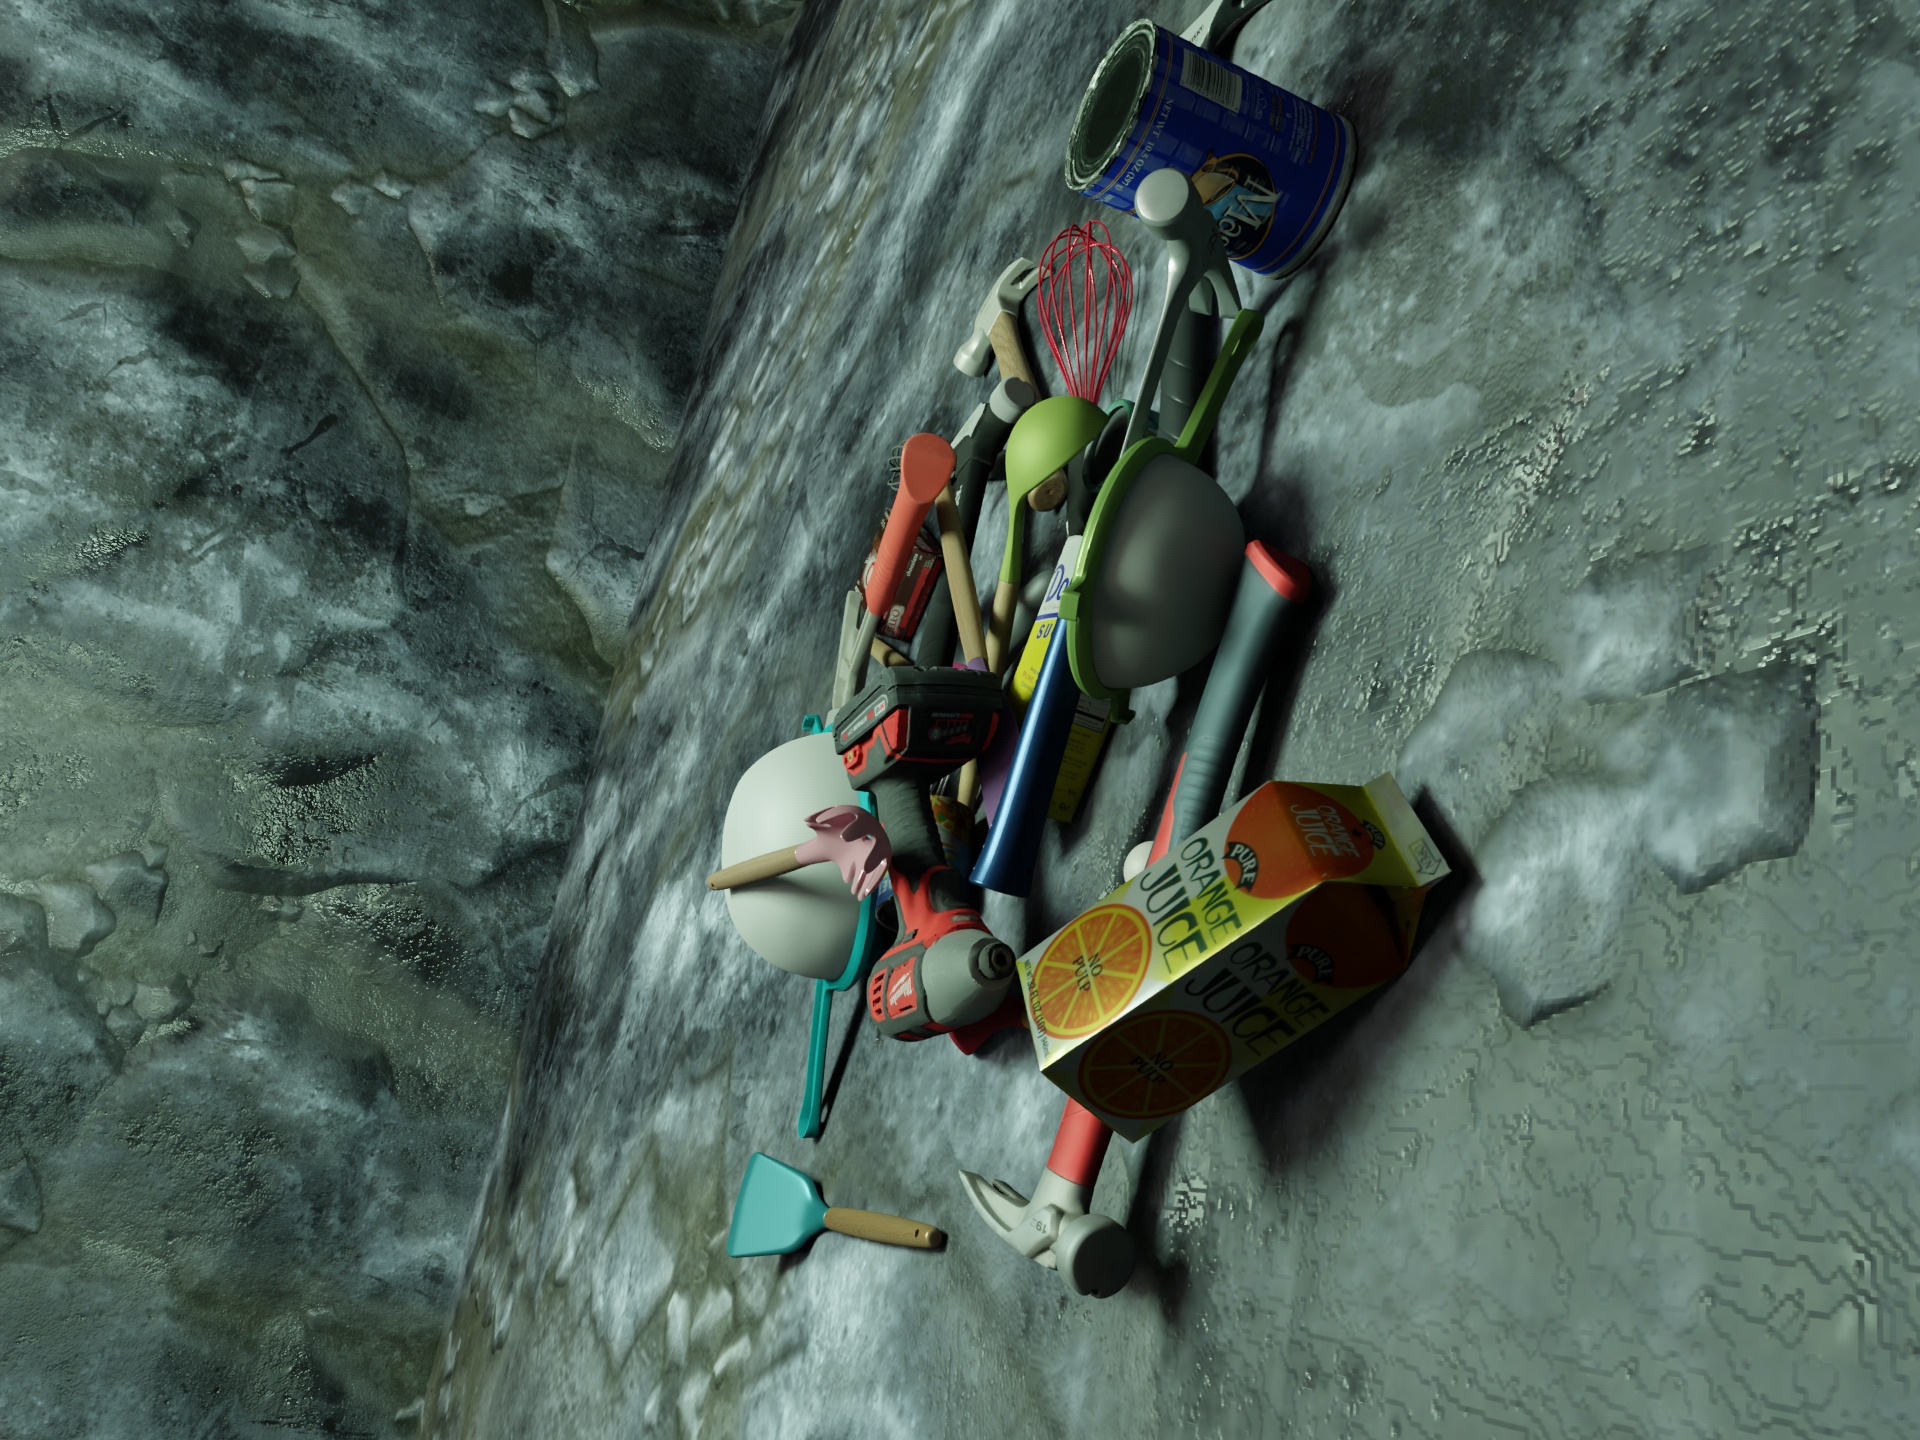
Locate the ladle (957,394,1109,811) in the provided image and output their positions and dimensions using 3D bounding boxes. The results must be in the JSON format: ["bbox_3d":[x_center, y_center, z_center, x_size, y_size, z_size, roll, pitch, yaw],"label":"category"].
[{"bbox_3d":[0.041,-0.071,1.104,0.078,0.062,0.320,-65,-13,-63],"label":"ladle"}]

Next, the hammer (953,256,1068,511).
[{"bbox_3d":[0.050,-0.275,1.308,0.130,0.031,0.332,-59,24,33],"label":"hammer"}]

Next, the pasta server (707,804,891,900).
[{"bbox_3d":[-0.120,0.097,1.070,0.040,0.060,0.316,-36,7,-29],"label":"pasta server"}]

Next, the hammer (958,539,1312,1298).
[{"bbox_3d":[0.099,0.091,0.838,0.143,0.038,0.386,6,76,67],"label":"hammer"}]

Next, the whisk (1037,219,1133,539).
[{"bbox_3d":[0.090,-0.239,1.147,0.073,0.073,0.296,141,135,-56],"label":"whisk"}]

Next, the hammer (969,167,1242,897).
[{"bbox_3d":[0.083,-0.096,0.919,0.144,0.035,0.405,19,-92,-66],"label":"hammer"}]

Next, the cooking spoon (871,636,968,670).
[{"bbox_3d":[-0.049,-0.044,1.377,0.069,0.017,0.319,-31,18,-7],"label":"cooking spoon"}]

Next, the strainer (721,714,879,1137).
[{"bbox_3d":[-0.140,0.167,1.244,0.211,0.095,0.340,-149,63,-68],"label":"strainer"}]

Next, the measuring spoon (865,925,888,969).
[{"bbox_3d":[-0.053,0.187,1.229,0.129,0.021,0.042,19,91,61],"label":"measuring spoon"}]

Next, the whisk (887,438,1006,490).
[{"bbox_3d":[-0.009,-0.226,1.409,0.239,0.055,0.055,17,89,65],"label":"whisk"}]

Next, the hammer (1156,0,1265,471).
[{"bbox_3d":[0.157,-0.327,1.071,0.149,0.036,0.409,-38,40,55],"label":"hammer"}]

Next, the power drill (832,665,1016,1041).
[{"bbox_3d":[-0.016,0.083,0.996,0.143,0.078,0.220,-35,57,58],"label":"power drill"}]

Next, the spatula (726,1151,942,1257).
[{"bbox_3d":[-0.093,0.359,1.144,0.317,0.044,0.082,-27,46,61],"label":"spatula"}]

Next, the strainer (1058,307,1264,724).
[{"bbox_3d":[0.142,-0.123,0.898,0.256,0.069,0.151,-64,-26,-16],"label":"strainer"}]

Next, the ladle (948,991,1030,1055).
[{"bbox_3d":[0.054,0.179,0.939,0.315,0.031,0.069,-7,71,66],"label":"ladle"}]

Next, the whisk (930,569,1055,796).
[{"bbox_3d":[-0.002,-0.003,1.195,0.284,0.070,0.070,-55,26,30],"label":"whisk"}]

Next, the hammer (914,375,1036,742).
[{"bbox_3d":[-0.011,-0.093,1.191,0.146,0.035,0.335,-43,30,54],"label":"hammer"}]

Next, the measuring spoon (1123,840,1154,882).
[{"bbox_3d":[0.083,0.116,0.923,0.034,0.018,0.124,-98,32,-49],"label":"measuring spoon"}]

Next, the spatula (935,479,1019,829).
[{"bbox_3d":[0.009,-0.060,1.086,0.059,0.018,0.316,122,147,-44],"label":"spatula"}]

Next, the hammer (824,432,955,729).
[{"bbox_3d":[-0.057,-0.116,1.236,0.359,0.036,0.149,117,162,-62],"label":"hammer"}]
